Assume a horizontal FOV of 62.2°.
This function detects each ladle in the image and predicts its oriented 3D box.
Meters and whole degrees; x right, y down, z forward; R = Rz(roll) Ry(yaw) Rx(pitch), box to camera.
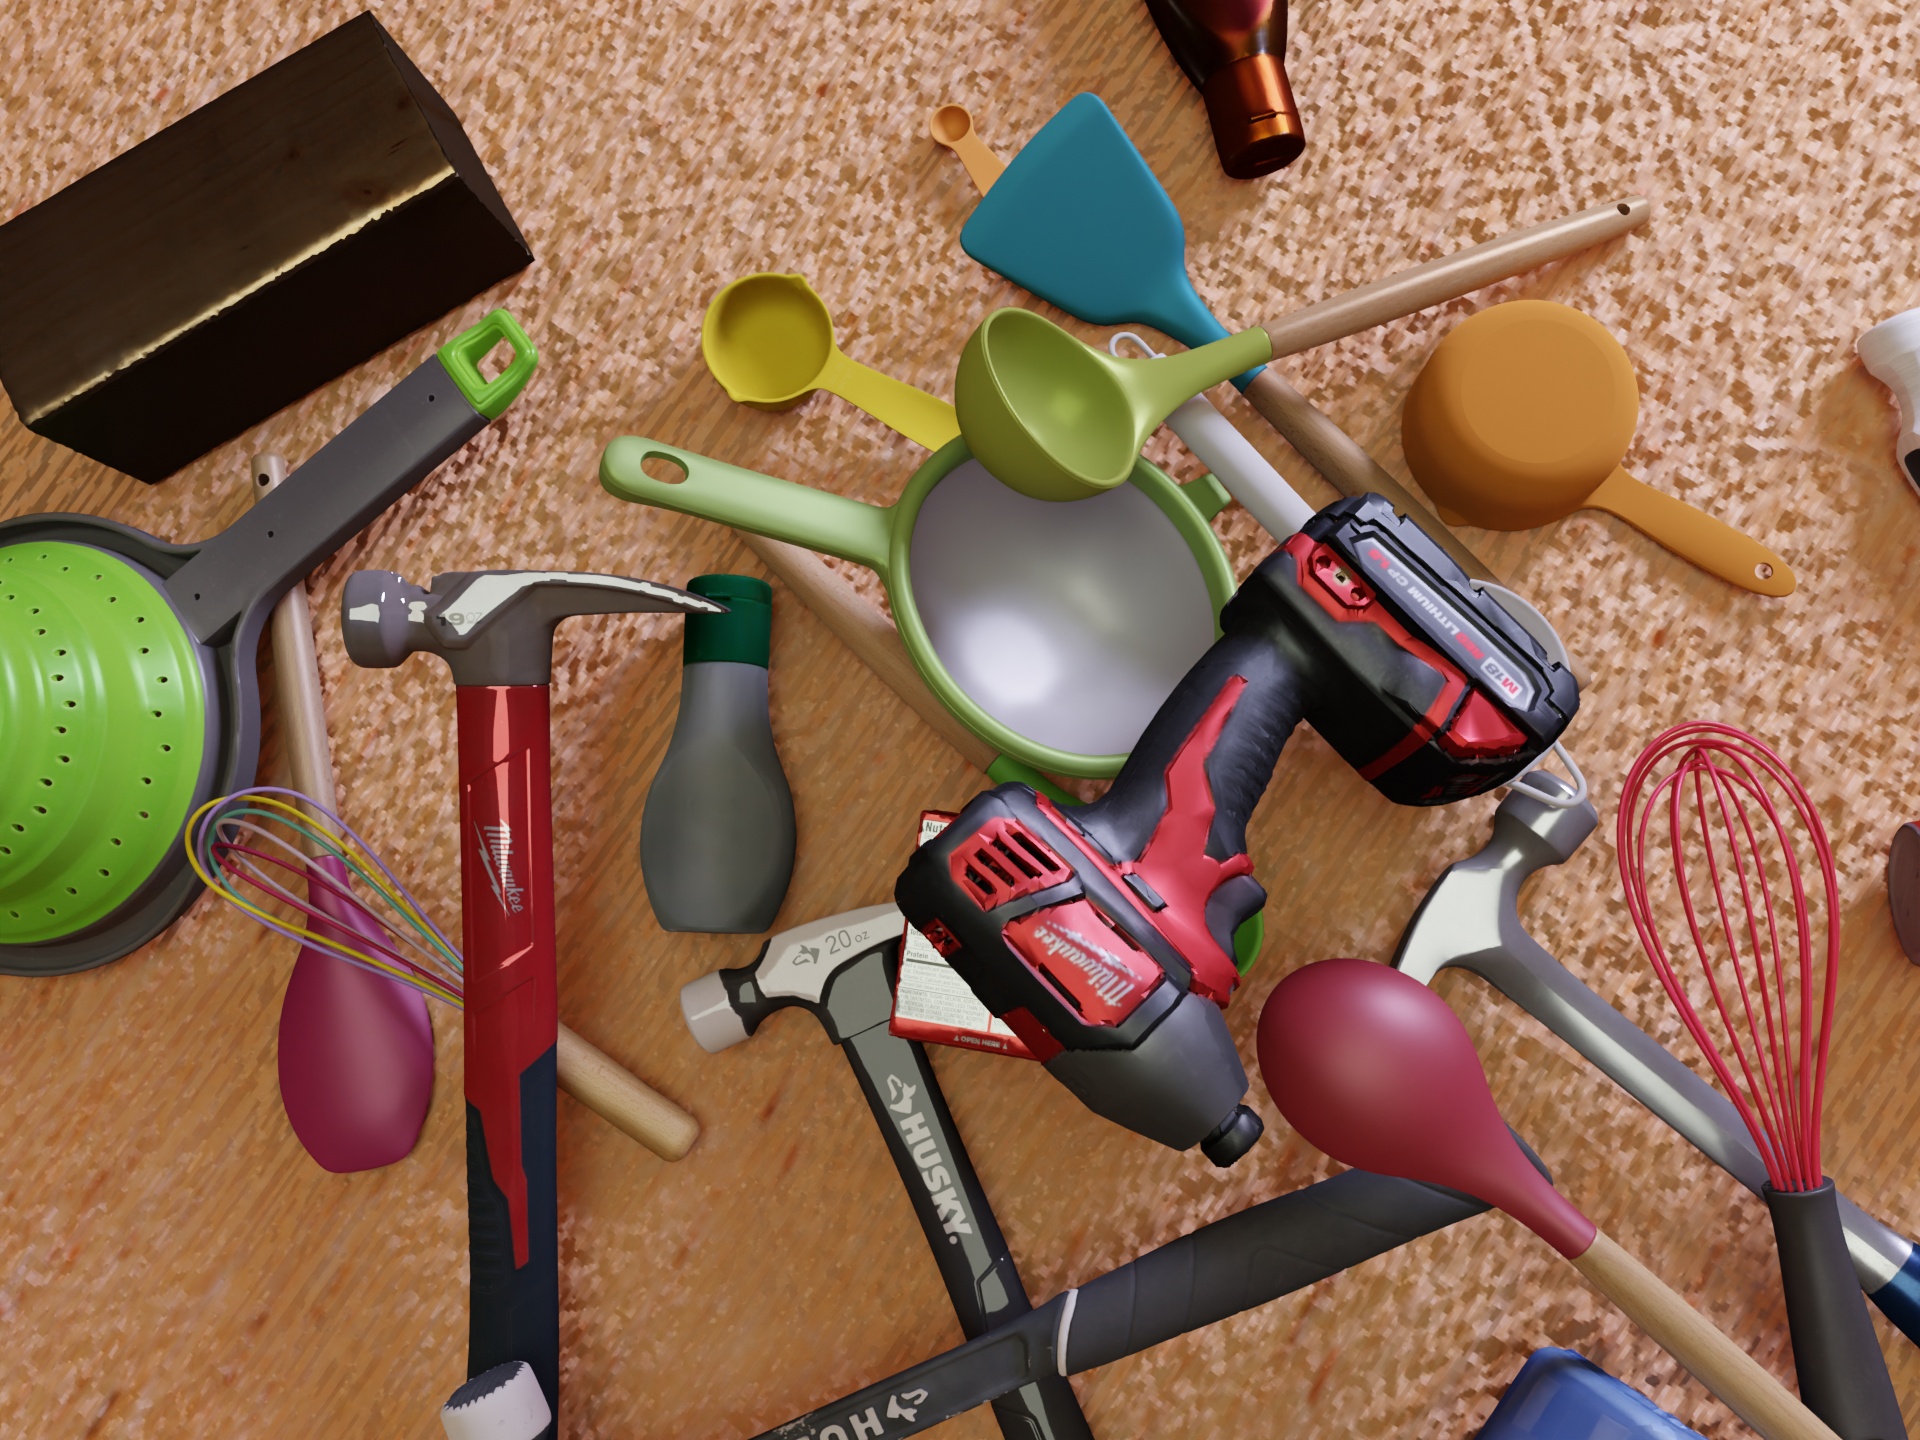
[{"bbox_3d":[0.232,0.198,0.545,0.315,0.031,0.069,41,87,5],"label":"ladle"},{"bbox_3d":[0.144,-0.161,0.620,0.320,0.062,0.078,-22,78,-14],"label":"ladle"}]

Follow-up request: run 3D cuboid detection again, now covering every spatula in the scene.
[{"bbox_3d":[0.138,-0.123,0.657,0.317,0.044,0.082,45,103,8],"label":"spatula"}]

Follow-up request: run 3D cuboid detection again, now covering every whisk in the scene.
[{"bbox_3d":[-0.214,0.108,0.653,0.245,0.047,0.051,35,100,0],"label":"whisk"},{"bbox_3d":[0.292,0.145,0.562,0.073,0.073,0.296,-12,87,4],"label":"whisk"}]

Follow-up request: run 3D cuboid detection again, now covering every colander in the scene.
[{"bbox_3d":[-0.346,-0.045,0.656,0.397,0.094,0.204,-39,78,5],"label":"colander"}]

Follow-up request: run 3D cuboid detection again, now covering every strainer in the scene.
[{"bbox_3d":[-0.017,-0.052,0.620,0.256,0.069,0.152,15,64,-16],"label":"strainer"},{"bbox_3d":[0.150,-0.062,0.638,0.087,0.050,0.258,-42,85,-2],"label":"strainer"}]

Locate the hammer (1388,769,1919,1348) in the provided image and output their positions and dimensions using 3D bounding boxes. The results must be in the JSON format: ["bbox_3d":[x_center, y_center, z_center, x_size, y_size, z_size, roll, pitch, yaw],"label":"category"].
[{"bbox_3d":[0.333,0.201,0.595,0.405,0.035,0.144,40,88,10],"label":"hammer"}]

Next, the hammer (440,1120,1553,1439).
[{"bbox_3d":[0.023,0.238,0.584,0.409,0.036,0.149,-24,90,1],"label":"hammer"}]

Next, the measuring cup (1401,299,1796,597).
[{"bbox_3d":[0.262,-0.102,0.636,0.174,0.052,0.095,33,87,11],"label":"measuring cup"}]

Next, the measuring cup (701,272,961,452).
[{"bbox_3d":[-0.039,-0.140,0.693,0.156,0.029,0.062,27,86,-3],"label":"measuring cup"}]

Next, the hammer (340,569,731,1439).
[{"bbox_3d":[-0.160,0.135,0.620,0.143,0.038,0.386,0,94,-4],"label":"hammer"}]

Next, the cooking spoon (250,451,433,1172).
[{"bbox_3d":[-0.282,0.035,0.693,0.069,0.017,0.319,-12,81,2],"label":"cooking spoon"}]

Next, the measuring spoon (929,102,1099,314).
[{"bbox_3d":[0.025,-0.224,0.702,0.021,0.011,0.117,-36,84,1],"label":"measuring spoon"}]

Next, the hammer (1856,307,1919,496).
[{"bbox_3d":[0.538,-0.149,0.623,0.331,0.033,0.128,-19,80,3],"label":"hammer"}]

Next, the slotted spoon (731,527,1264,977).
[{"bbox_3d":[-0.001,-0.002,0.664,0.314,0.031,0.070,43,80,12],"label":"slotted spoon"}]

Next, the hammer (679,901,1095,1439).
[{"bbox_3d":[0.018,0.228,0.626,0.146,0.035,0.335,-25,80,3],"label":"hammer"}]

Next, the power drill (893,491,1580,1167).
[{"bbox_3d":[0.100,0.037,0.544,0.220,0.078,0.143,-41,82,-18],"label":"power drill"}]
